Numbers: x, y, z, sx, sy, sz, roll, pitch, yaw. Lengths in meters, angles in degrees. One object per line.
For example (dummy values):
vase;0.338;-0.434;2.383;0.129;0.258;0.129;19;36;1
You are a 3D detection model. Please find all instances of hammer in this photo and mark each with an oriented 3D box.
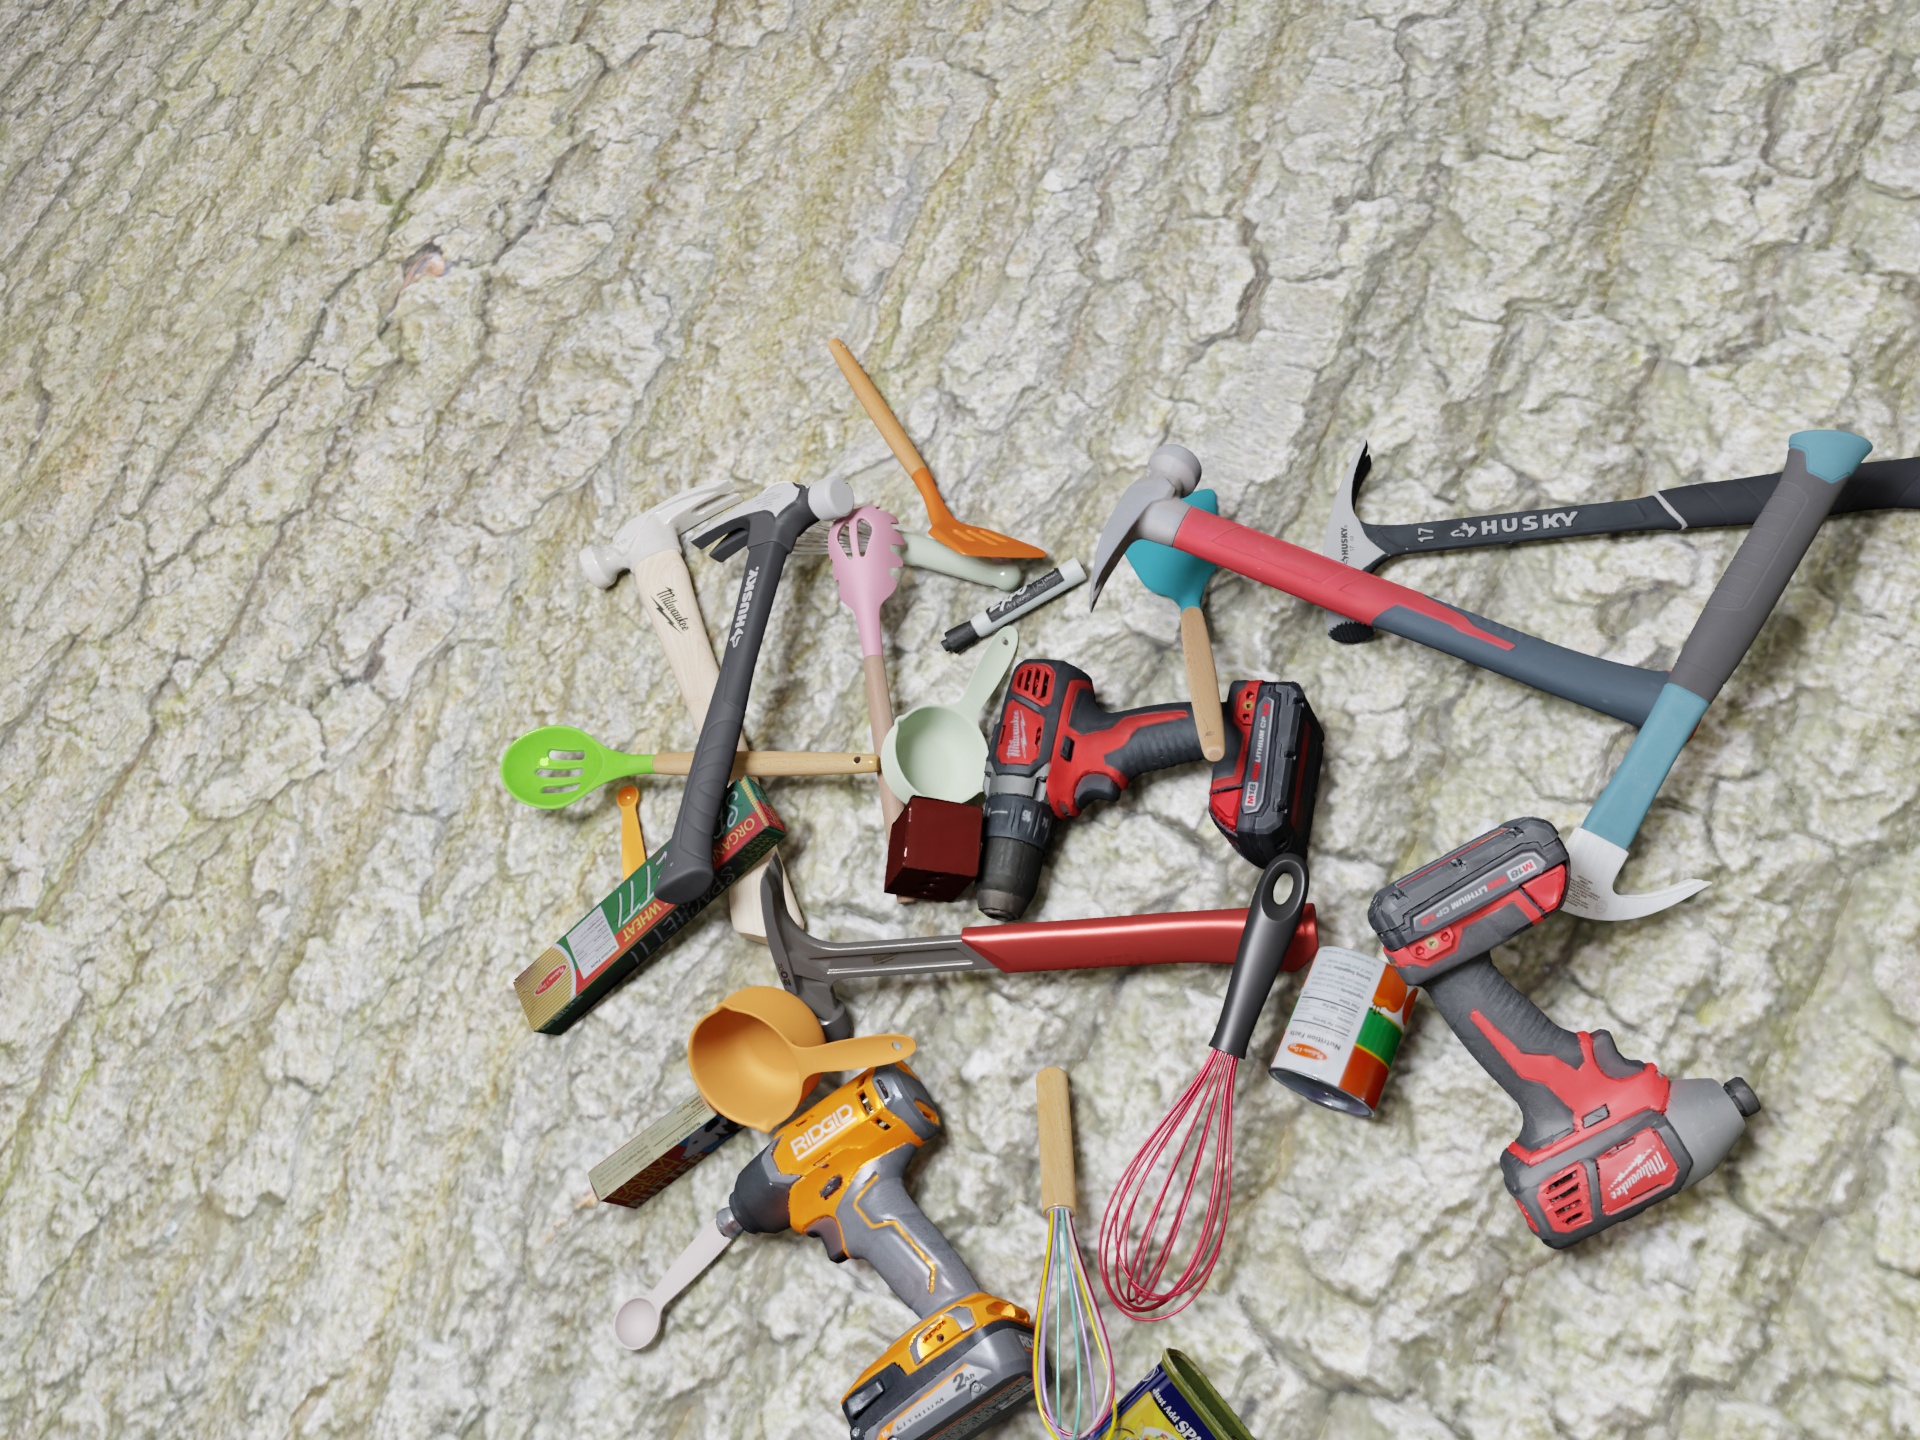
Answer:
hammer;0.441;-0.028;0.951;0.128;0.033;0.331;30;92;8
hammer;-0.189;-0.012;1.252;0.146;0.038;0.411;-27;60;7
hammer;0.275;-0.061;1.020;0.386;0.038;0.143;23;56;14
hammer;-0.172;-0.025;1.174;0.146;0.035;0.335;-10;58;38
hammer;0.050;0.141;1.043;0.359;0.149;0.037;-6;28;13
hammer;0.447;-0.140;1.055;0.409;0.036;0.149;-5;64;20

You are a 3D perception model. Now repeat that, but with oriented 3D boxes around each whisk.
whisk;0.154;0.220;0.966;0.073;0.073;0.296;17;82;28
whisk;0.064;0.320;0.962;0.047;0.051;0.245;-1;45;0
whisk;-0.062;-0.141;1.259;0.246;0.058;0.059;18;109;25

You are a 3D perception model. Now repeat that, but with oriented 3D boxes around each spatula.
spatula;0.153;-0.068;1.077;0.082;0.044;0.318;-18;28;13
spatula;-0.038;-0.220;1.282;0.323;0.081;0.041;59;137;35

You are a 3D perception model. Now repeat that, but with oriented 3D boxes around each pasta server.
pasta server;-0.059;-0.019;1.184;0.060;0.040;0.316;-12;74;12

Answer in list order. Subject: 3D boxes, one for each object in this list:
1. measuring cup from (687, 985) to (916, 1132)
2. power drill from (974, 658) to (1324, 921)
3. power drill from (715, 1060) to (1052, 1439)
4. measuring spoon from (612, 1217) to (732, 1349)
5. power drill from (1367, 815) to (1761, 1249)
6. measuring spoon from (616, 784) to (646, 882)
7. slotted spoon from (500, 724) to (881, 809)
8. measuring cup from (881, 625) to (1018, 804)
measuring cup;-0.096;0.214;1.054;0.173;0.052;0.095;-13;101;25
power drill;0.118;0.052;1.075;0.227;0.080;0.188;3;68;26
power drill;-0.058;0.347;1.006;0.164;0.084;0.227;-35;54;4
measuring spoon;-0.185;0.377;1.083;0.124;0.018;0.034;-46;58;-11
power drill;0.338;0.171;0.898;0.143;0.078;0.220;-30;82;8
measuring spoon;-0.253;0.105;1.240;0.021;0.011;0.117;-18;65;13
slotted spoon;-0.206;0.035;1.200;0.314;0.031;0.070;-1;68;20
measuring cup;-0.002;-0.004;1.169;0.083;0.038;0.168;37;57;-11
